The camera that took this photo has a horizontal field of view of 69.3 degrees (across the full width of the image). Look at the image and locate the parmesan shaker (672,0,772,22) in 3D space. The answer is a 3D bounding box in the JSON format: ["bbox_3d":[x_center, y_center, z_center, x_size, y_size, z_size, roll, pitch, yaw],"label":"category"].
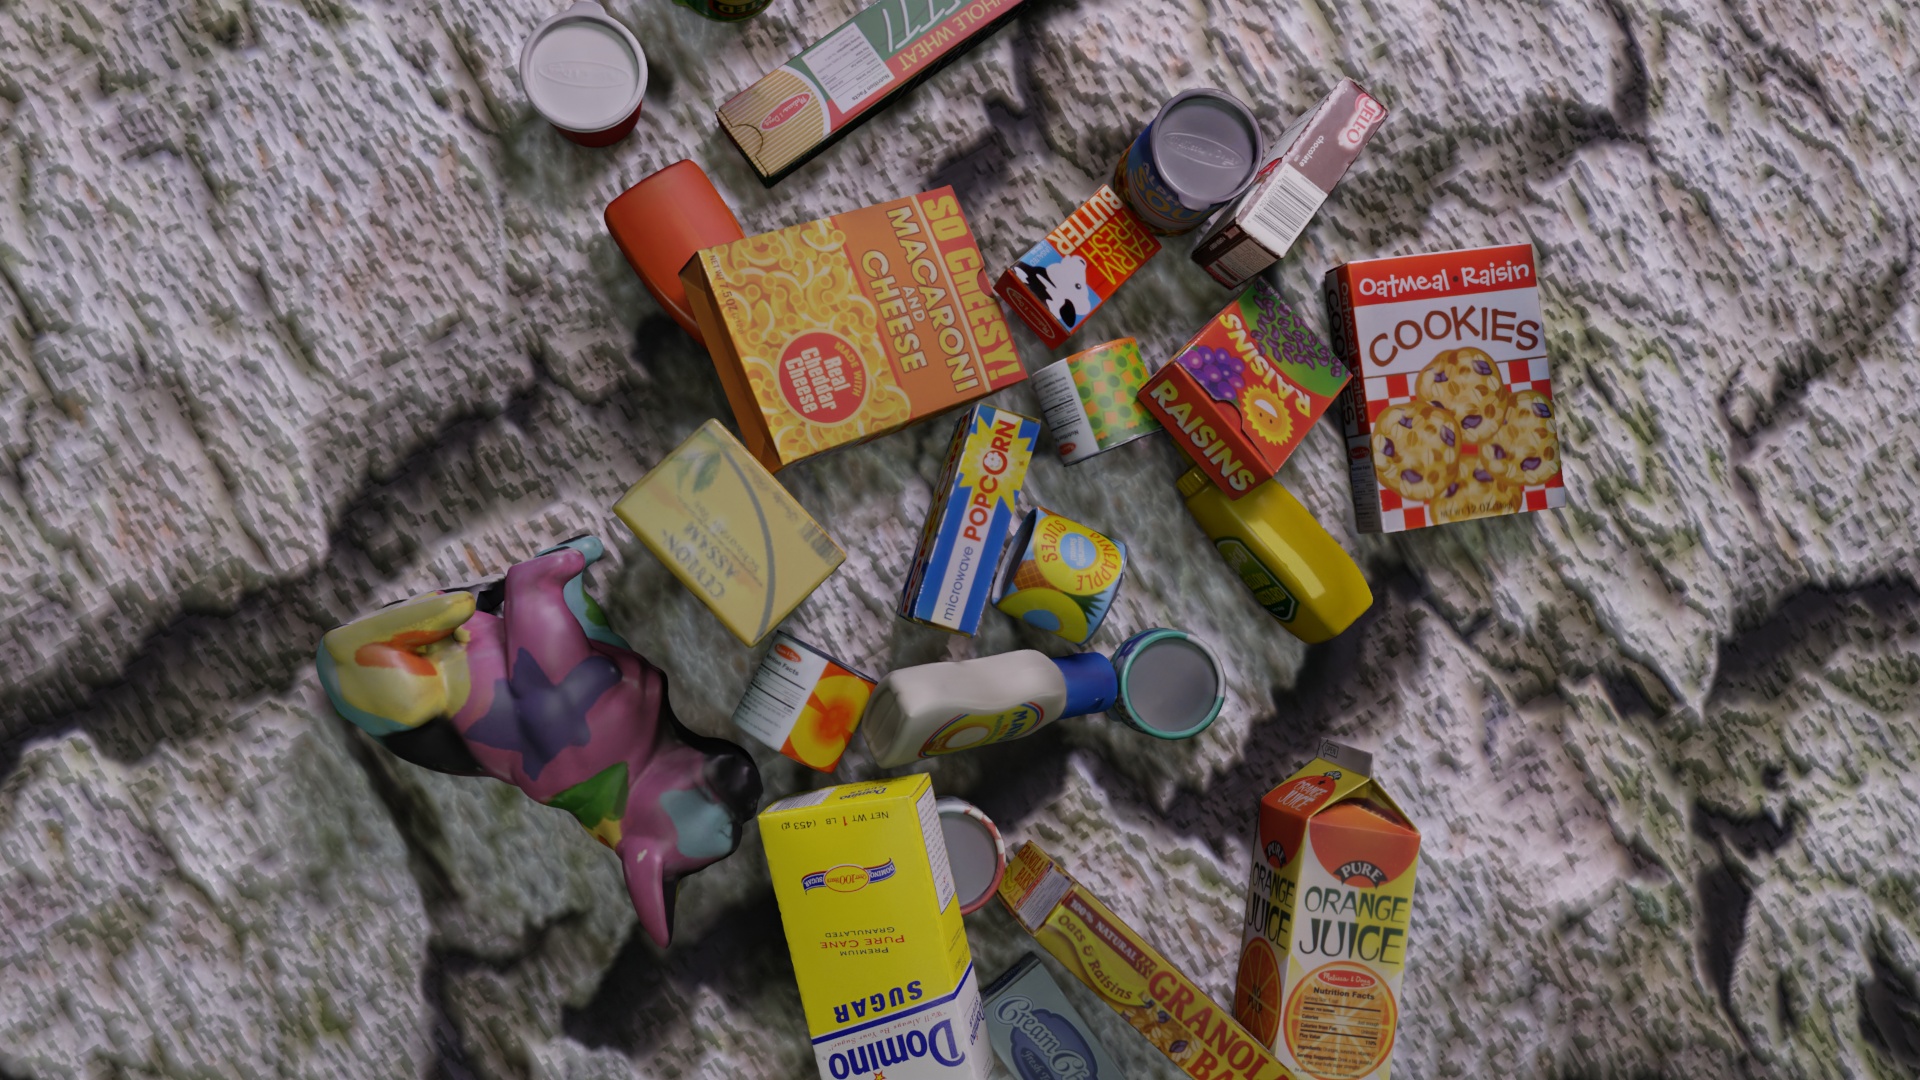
[{"bbox_3d":[-0.134,-0.339,0.773,0.071,0.103,0.071,0,88,-9],"label":"parmesan shaker"}]

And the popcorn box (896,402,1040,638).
[{"bbox_3d":[0.003,-0.010,0.790,0.038,0.085,0.126,18,86,-7],"label":"popcorn box"}]

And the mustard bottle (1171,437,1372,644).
[{"bbox_3d":[0.175,-0.010,0.831,0.049,0.065,0.160,-41,87,-15],"label":"mustard bottle"}]

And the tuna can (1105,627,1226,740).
[{"bbox_3d":[0.121,0.087,0.831,0.071,0.033,0.071,0,87,-9],"label":"tuna can"}]

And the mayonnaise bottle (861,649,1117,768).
[{"bbox_3d":[0.020,0.090,0.787,0.148,0.064,0.041,-6,53,-31],"label":"mayonnaise bottle"}]

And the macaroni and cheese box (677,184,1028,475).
[{"bbox_3d":[-0.056,-0.120,0.782,0.167,0.040,0.123,-23,92,-29],"label":"macaroni and cheese box"}]

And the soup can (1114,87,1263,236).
[{"bbox_3d":[0.132,-0.218,0.819,0.071,0.083,0.071,0,88,-8],"label":"soup can"}]

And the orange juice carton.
[{"bbox_3d":[0.216,0.216,0.821,0.073,0.072,0.192,9,87,-9],"label":"orange juice carton"}]

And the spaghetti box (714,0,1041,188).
[{"bbox_3d":[-0.029,-0.300,0.825,0.250,0.028,0.050,-37,94,-8],"label":"spaghetti box"}]

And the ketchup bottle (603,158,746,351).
[{"bbox_3d":[-0.138,-0.140,0.794,0.065,0.043,0.148,-34,93,-10],"label":"ketchup bottle"}]

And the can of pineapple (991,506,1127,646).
[{"bbox_3d":[0.057,0.020,0.806,0.058,0.071,0.071,24,85,-7],"label":"can of pineapple"}]

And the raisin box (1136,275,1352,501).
[{"bbox_3d":[0.168,-0.091,0.810,0.086,0.040,0.124,48,48,-2],"label":"raisin box"}]

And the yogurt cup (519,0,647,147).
[{"bbox_3d":[-0.210,-0.256,0.783,0.072,0.054,0.072,0,88,-9],"label":"yogurt cup"}]

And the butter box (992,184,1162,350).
[{"bbox_3d":[0.070,-0.162,0.819,0.053,0.024,0.104,47,59,-4],"label":"butter box"}]

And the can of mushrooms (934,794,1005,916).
[{"bbox_3d":[-0.007,0.185,0.807,0.071,0.033,0.071,0,87,-9],"label":"can of mushrooms"}]

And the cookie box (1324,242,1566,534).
[{"bbox_3d":[0.300,-0.095,0.863,0.123,0.040,0.167,-8,90,-9],"label":"cookie box"}]

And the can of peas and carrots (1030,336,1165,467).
[{"bbox_3d":[0.083,-0.082,0.816,0.071,0.071,0.058,-21,91,-9],"label":"can of peas and carrots"}]

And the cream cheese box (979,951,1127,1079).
[{"bbox_3d":[0.053,0.300,0.816,0.053,0.024,0.103,-36,93,-9],"label":"cream cheese box"}]

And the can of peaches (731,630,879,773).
[{"bbox_3d":[-0.086,0.092,0.783,0.071,0.071,0.058,29,84,-7],"label":"can of peaches"}]

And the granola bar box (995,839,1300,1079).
[{"bbox_3d":[0.098,0.245,0.775,0.165,0.124,0.039,42,83,-5],"label":"granola bar box"}]
